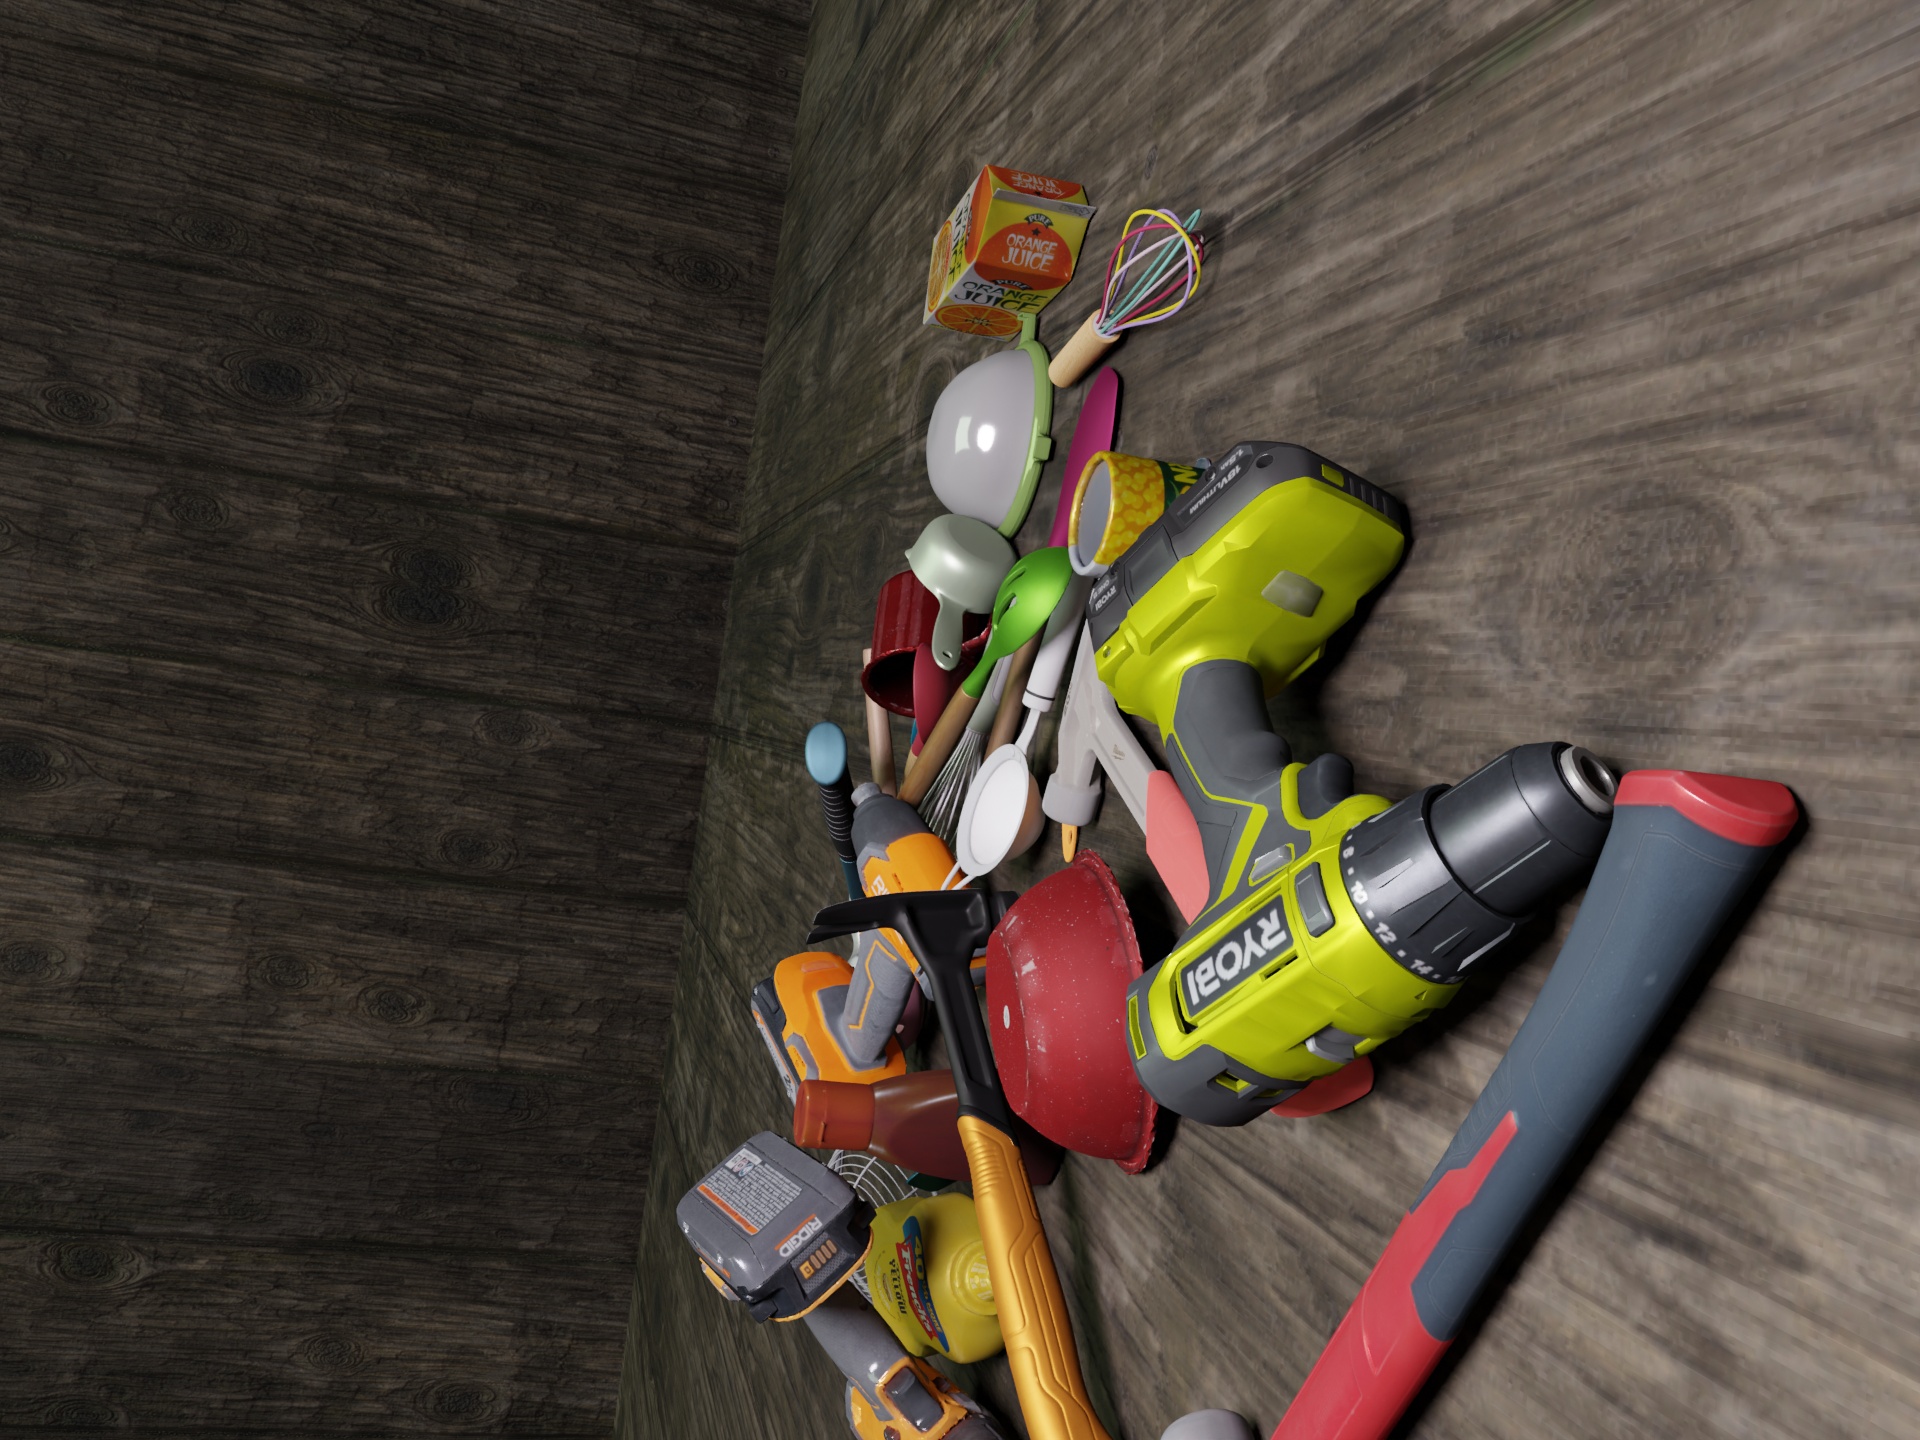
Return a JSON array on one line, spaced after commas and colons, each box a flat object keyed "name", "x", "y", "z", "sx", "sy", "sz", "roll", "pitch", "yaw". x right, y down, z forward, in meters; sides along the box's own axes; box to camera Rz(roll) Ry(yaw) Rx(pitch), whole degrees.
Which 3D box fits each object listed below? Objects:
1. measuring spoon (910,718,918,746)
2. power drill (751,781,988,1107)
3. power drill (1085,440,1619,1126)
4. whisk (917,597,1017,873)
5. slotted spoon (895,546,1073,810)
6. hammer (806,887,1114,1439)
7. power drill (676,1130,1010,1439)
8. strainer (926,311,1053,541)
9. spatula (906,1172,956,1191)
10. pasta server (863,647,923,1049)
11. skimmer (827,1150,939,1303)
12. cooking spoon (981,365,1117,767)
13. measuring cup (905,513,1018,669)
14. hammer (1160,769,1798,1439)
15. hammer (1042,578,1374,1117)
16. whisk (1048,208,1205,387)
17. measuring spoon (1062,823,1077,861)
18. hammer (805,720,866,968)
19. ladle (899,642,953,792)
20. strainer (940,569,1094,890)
[{"name": "measuring spoon", "x": -0.021, "y": -0.029, "z": 1.310, "sx": 0.042, "sy": 0.021, "sz": 0.129, "roll": 113, "pitch": 168, "yaw": -47}, {"name": "power drill", "x": -0.066, "y": 0.161, "z": 1.113, "sx": 0.164, "sy": 0.084, "sz": 0.226, "roll": 59, "pitch": 135, "yaw": 30}, {"name": "power drill", "x": 0.127, "y": 0.009, "z": 0.575, "sx": 0.190, "sy": 0.080, "sz": 0.229, "roll": -45, "pitch": 36, "yaw": 37}, {"name": "whisk", "x": 0.011, "y": 0.011, "z": 1.114, "sx": 0.059, "sy": 0.057, "sz": 0.246, "roll": 35, "pitch": 119, "yaw": 35}, {"name": "slotted spoon", "x": -0.002, "y": -0.003, "z": 1.044, "sx": 0.313, "sy": 0.031, "sz": 0.070, "roll": 120, "pitch": 164, "yaw": -46}, {"name": "hammer", "x": 0.013, "y": 0.235, "z": 0.818, "sx": 0.034, "sy": 0.127, "sz": 0.337, "roll": 114, "pitch": 147, "yaw": -46}, {"name": "power drill", "x": -0.045, "y": 0.345, "z": 0.866, "sx": 0.226, "sy": 0.084, "sz": 0.185, "roll": 58, "pitch": 157, "yaw": -15}, {"name": "strainer", "x": -0.004, "y": -0.177, "z": 1.203, "sx": 0.256, "sy": 0.069, "sz": 0.152, "roll": 118, "pitch": 155, "yaw": -49}, {"name": "spatula", "x": -0.019, "y": 0.270, "z": 1.071, "sx": 0.044, "sy": 0.082, "sz": 0.317, "roll": 55, "pitch": 167, "yaw": -3}, {"name": "pasta server", "x": -0.060, "y": 0.102, "z": 1.220, "sx": 0.060, "sy": 0.040, "sz": 0.316, "roll": 158, "pitch": 107, "yaw": -80}, {"name": "skimmer", "x": -0.063, "y": 0.336, "z": 1.235, "sx": 0.363, "sy": 0.090, "sz": 0.127, "roll": -125, "pitch": 32, "yaw": -83}, {"name": "cooking spoon", "x": 0.053, "y": -0.075, "z": 1.039, "sx": 0.069, "sy": 0.017, "sz": 0.318, "roll": -110, "pitch": 32, "yaw": -62}, {"name": "measuring cup", "x": 0.002, "y": -0.090, "z": 1.088, "sx": 0.038, "sy": 0.083, "sz": 0.168, "roll": -57, "pitch": 14, "yaw": 30}, {"name": "hammer", "x": 0.153, "y": 0.183, "z": 0.492, "sx": 0.143, "sy": 0.038, "sz": 0.386, "roll": -106, "pitch": 28, "yaw": -54}, {"name": "hammer", "x": 0.106, "y": 0.052, "z": 0.740, "sx": 0.359, "sy": 0.036, "sz": 0.149, "roll": -114, "pitch": 35, "yaw": -64}, {"name": "whisk", "x": 0.091, "y": -0.245, "z": 0.941, "sx": 0.245, "sy": 0.047, "sz": 0.051, "roll": 157, "pitch": 133, "yaw": -77}, {"name": "measuring spoon", "x": 0.071, "y": 0.026, "z": 0.943, "sx": 0.021, "sy": 0.011, "sz": 0.117, "roll": 176, "pitch": 98, "yaw": -74}, {"name": "hammer", "x": -0.089, "y": 0.096, "z": 1.261, "sx": 0.330, "sy": 0.033, "sz": 0.128, "roll": 86, "pitch": -178, "yaw": -62}, {"name": "ladle", "x": -0.034, "y": 0.034, "z": 1.209, "sx": 0.315, "sy": 0.031, "sz": 0.069, "roll": 105, "pitch": 173, "yaw": -63}, {"name": "strainer", "x": 0.048, "y": -0.004, "z": 0.981, "sx": 0.087, "sy": 0.050, "sz": 0.258, "roll": -134, "pitch": 59, "yaw": -64}]
